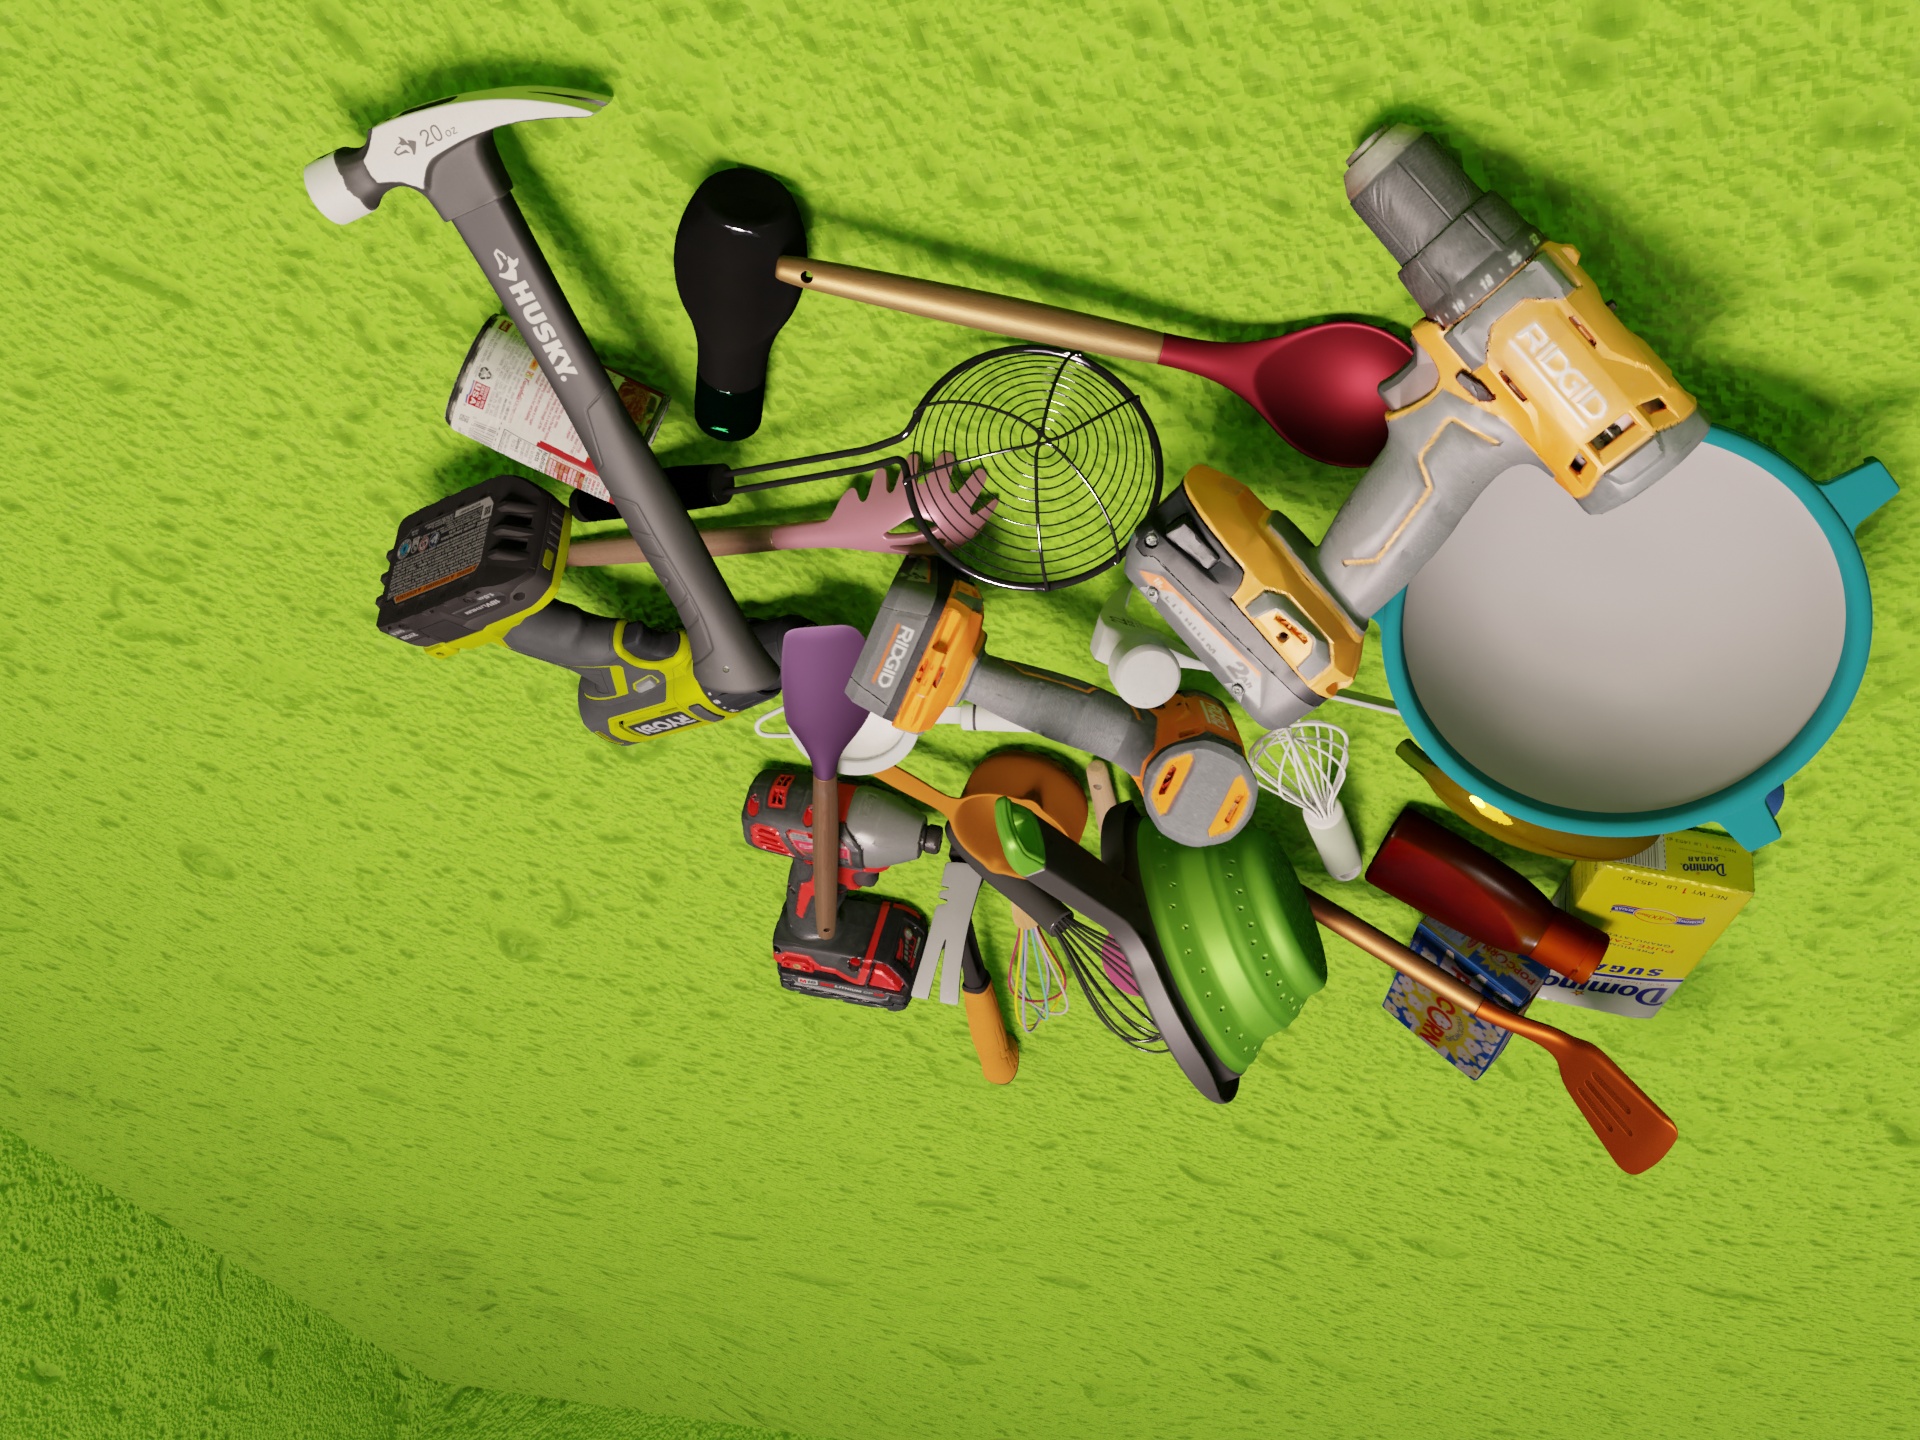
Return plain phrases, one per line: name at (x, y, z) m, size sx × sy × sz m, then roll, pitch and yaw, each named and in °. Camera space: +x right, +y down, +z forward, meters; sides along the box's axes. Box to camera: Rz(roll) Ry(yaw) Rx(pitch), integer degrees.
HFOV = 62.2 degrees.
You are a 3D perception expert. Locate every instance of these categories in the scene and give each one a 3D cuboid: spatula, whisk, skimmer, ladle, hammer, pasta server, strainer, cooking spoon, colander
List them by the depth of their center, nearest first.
ladle at (0.069, -0.179, 0.749) m, size 0.315 × 0.031 × 0.069 m, roll 11°, pitch 117°, yaw -4°
strainer at (0.257, -0.069, 0.792) m, size 0.340 × 0.095 × 0.210 m, roll 12°, pitch 118°, yaw 16°
hammer at (-0.176, -0.153, 0.806) m, size 0.146 × 0.035 × 0.334 m, roll -18°, pitch 119°, yaw 16°
skimmer at (-0.067, -0.124, 0.863) m, size 0.363 × 0.127 × 0.090 m, roll -1°, pitch 167°, yaw 39°
hammer at (0.266, -0.004, 0.887) m, size 0.405 × 0.144 × 0.035 m, roll 13°, pitch 107°, yaw -10°
pasta server at (-0.128, -0.112, 0.941) m, size 0.316 × 0.040 × 0.060 m, roll -1°, pitch 141°, yaw 28°
colander at (0.139, 0.107, 0.960) m, size 0.094 × 0.205 × 0.396 m, roll -23°, pitch 151°, yaw 18°
whisk at (0.221, 0.052, 0.978) m, size 0.058 × 0.059 × 0.246 m, roll -23°, pitch 150°, yaw 10°
strainer at (-0.002, -0.003, 1.024) m, size 0.258 × 0.050 × 0.086 m, roll 2°, pitch 123°, yaw 8°
spatula at (-0.087, 0.051, 1.051) m, size 0.059 × 0.018 × 0.315 m, roll -4°, pitch 138°, yaw -9°
spatula at (0.318, 0.182, 1.053) m, size 0.323 × 0.041 × 0.081 m, roll 32°, pitch 149°, yaw 18°
whisk at (0.066, 0.140, 1.087) m, size 0.239 × 0.055 × 0.055 m, roll 41°, pitch 157°, yaw 33°
cooking spoon at (0.122, 0.128, 1.170) m, size 0.069 × 0.017 × 0.318 m, roll 2°, pitch 142°, yaw 16°
whisk at (0.055, 0.163, 1.229) m, size 0.047 × 0.051 × 0.244 m, roll -13°, pitch 137°, yaw -4°
hammer at (0.014, 0.226, 1.270) m, size 0.034 × 0.127 × 0.336 m, roll 7°, pitch 149°, yaw 13°

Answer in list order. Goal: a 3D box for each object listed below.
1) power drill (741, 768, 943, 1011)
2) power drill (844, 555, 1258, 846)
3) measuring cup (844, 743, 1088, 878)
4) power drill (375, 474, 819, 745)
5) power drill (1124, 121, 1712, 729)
power drill at (-0.081, 0.125, 1.195) m, size 0.143 × 0.079 × 0.219 m, roll 9°, pitch 140°, yaw 9°
power drill at (0.056, -0.015, 0.915) m, size 0.226 × 0.164 × 0.084 m, roll 24°, pitch 106°, yaw -3°
measuring cup at (0.005, 0.042, 1.077) m, size 0.173 × 0.052 × 0.095 m, roll 27°, pitch 143°, yaw 2°
power drill at (-0.213, -0.058, 0.967) m, size 0.190 × 0.080 × 0.228 m, roll -14°, pitch 151°, yaw 35°
power drill at (0.176, -0.126, 0.700) m, size 0.226 × 0.084 × 0.185 m, roll -40°, pitch 92°, yaw 27°
